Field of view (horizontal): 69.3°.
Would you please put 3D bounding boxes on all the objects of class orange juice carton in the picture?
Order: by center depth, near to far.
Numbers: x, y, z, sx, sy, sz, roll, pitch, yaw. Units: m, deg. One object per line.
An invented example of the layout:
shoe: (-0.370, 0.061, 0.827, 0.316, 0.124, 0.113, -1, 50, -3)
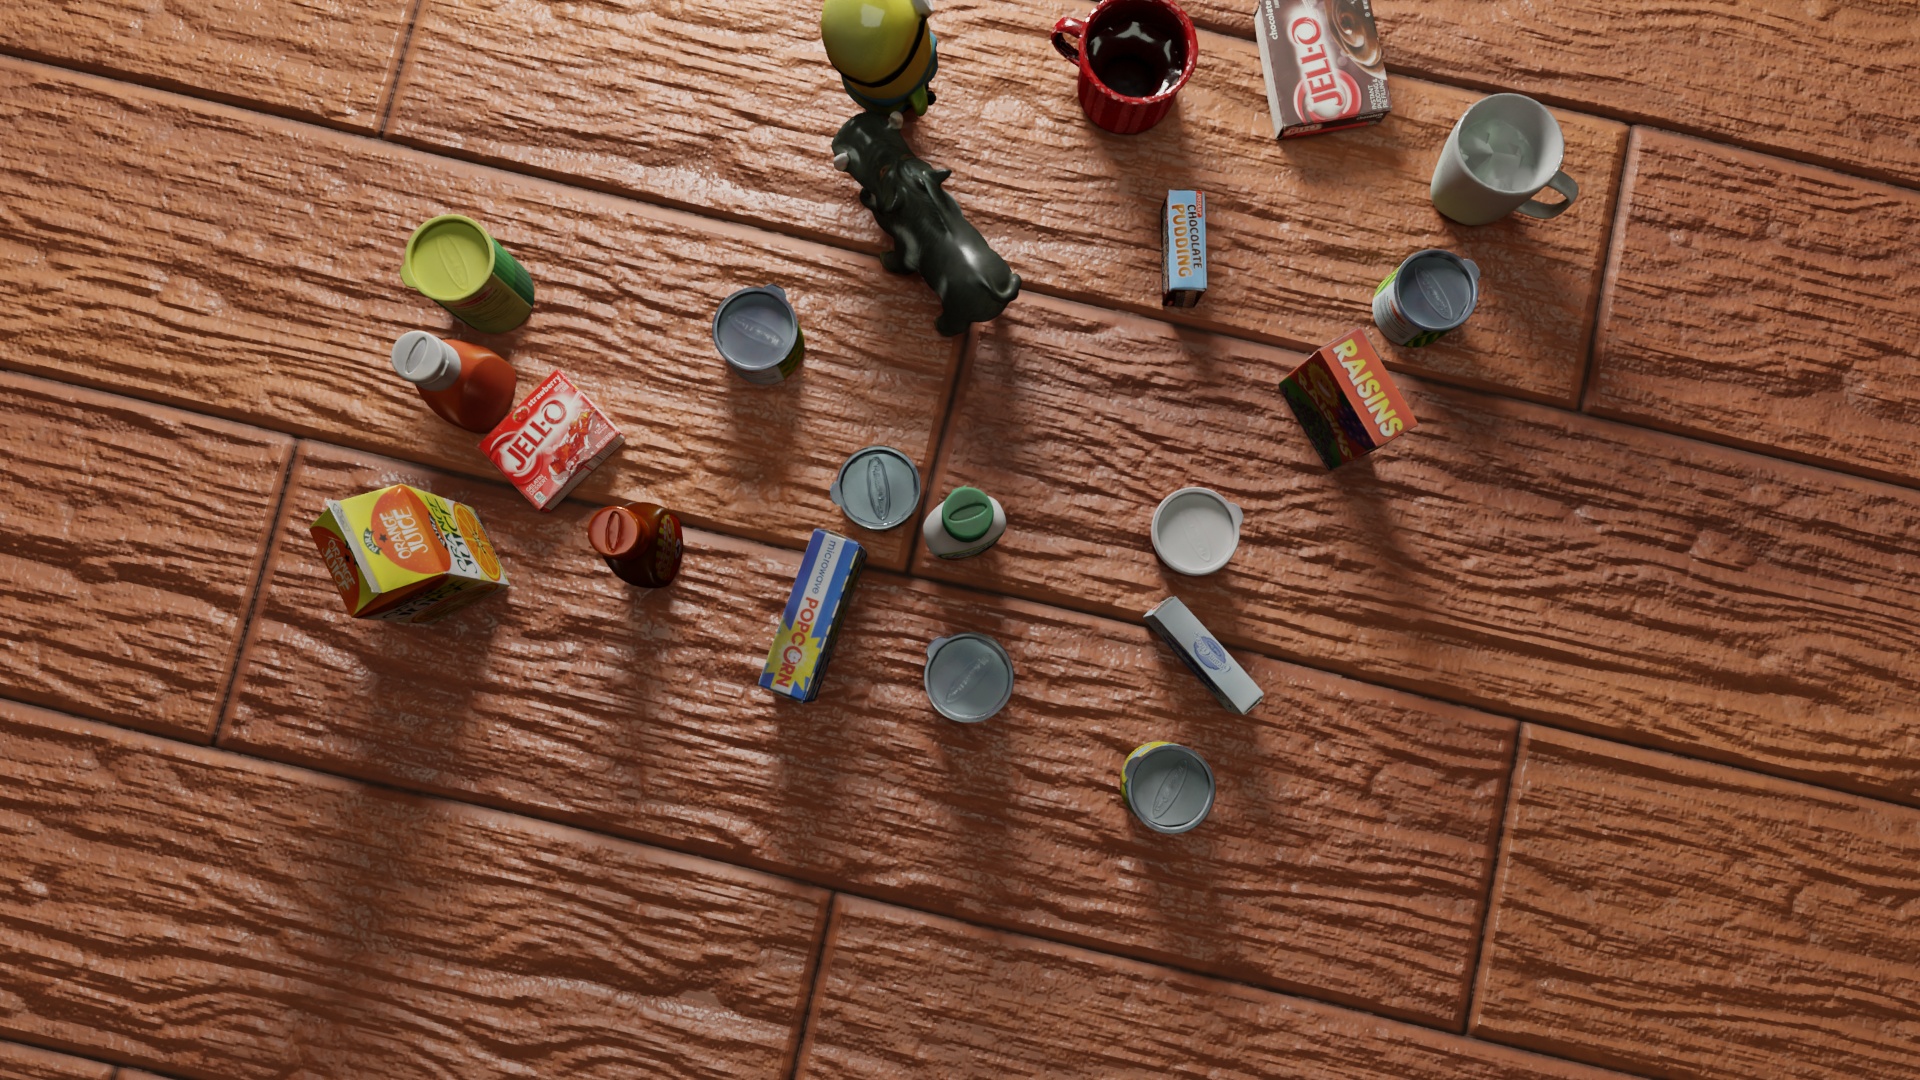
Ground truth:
orange juice carton: (-0.402, 0.012, 1.006, 0.073, 0.192, 0.072, -27, 86, -3)

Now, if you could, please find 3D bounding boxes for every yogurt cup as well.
yogurt cup: (0.180, -0.005, 1.085, 0.072, 0.054, 0.072, 0, 84, -1)

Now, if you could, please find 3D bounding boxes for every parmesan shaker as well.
parmesan shaker: (-0.379, -0.203, 1.073, 0.071, 0.103, 0.071, 0, 85, -1)

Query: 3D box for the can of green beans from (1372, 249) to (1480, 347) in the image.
can of green beans: (0.369, -0.192, 1.105, 0.071, 0.058, 0.071, 0, 84, -1)

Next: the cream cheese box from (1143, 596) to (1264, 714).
cream cheese box: (0.188, 0.089, 1.076, 0.024, 0.053, 0.104, -42, 86, -4)

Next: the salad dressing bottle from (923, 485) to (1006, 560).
salad dressing bottle: (0.004, -0.013, 1.037, 0.064, 0.147, 0.044, -18, 85, -2)

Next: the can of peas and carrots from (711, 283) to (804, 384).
can of peas and carrots: (-0.157, -0.162, 1.095, 0.071, 0.058, 0.071, 0, 84, -1)

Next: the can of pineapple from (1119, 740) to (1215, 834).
can of pineapple: (0.156, 0.186, 1.063, 0.071, 0.058, 0.071, 0, 84, -1)

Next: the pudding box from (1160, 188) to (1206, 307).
pudding box: (0.178, -0.233, 1.111, 0.030, 0.049, 0.083, 0, 84, -1)

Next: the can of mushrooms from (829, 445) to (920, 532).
can of mushrooms: (-0.066, -0.040, 1.096, 0.071, 0.033, 0.071, 0, 84, -1)

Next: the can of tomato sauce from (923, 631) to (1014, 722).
can of tomato sauce: (0.004, 0.103, 1.057, 0.071, 0.083, 0.071, 0, 85, -1)

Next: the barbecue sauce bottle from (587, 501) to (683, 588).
barbecue sauce bottle: (-0.241, 0.000, 1.032, 0.044, 0.148, 0.065, 5, 85, 0)

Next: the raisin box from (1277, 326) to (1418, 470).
raisin box: (0.294, -0.106, 1.062, 0.040, 0.123, 0.086, -29, 86, -3)

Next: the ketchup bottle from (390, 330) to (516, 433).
ketchup bottle: (-0.379, -0.122, 1.042, 0.043, 0.148, 0.065, 23, 85, 2)

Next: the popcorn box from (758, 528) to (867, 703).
popcorn box: (-0.111, 0.058, 1.059, 0.038, 0.085, 0.127, 19, 84, 1)
